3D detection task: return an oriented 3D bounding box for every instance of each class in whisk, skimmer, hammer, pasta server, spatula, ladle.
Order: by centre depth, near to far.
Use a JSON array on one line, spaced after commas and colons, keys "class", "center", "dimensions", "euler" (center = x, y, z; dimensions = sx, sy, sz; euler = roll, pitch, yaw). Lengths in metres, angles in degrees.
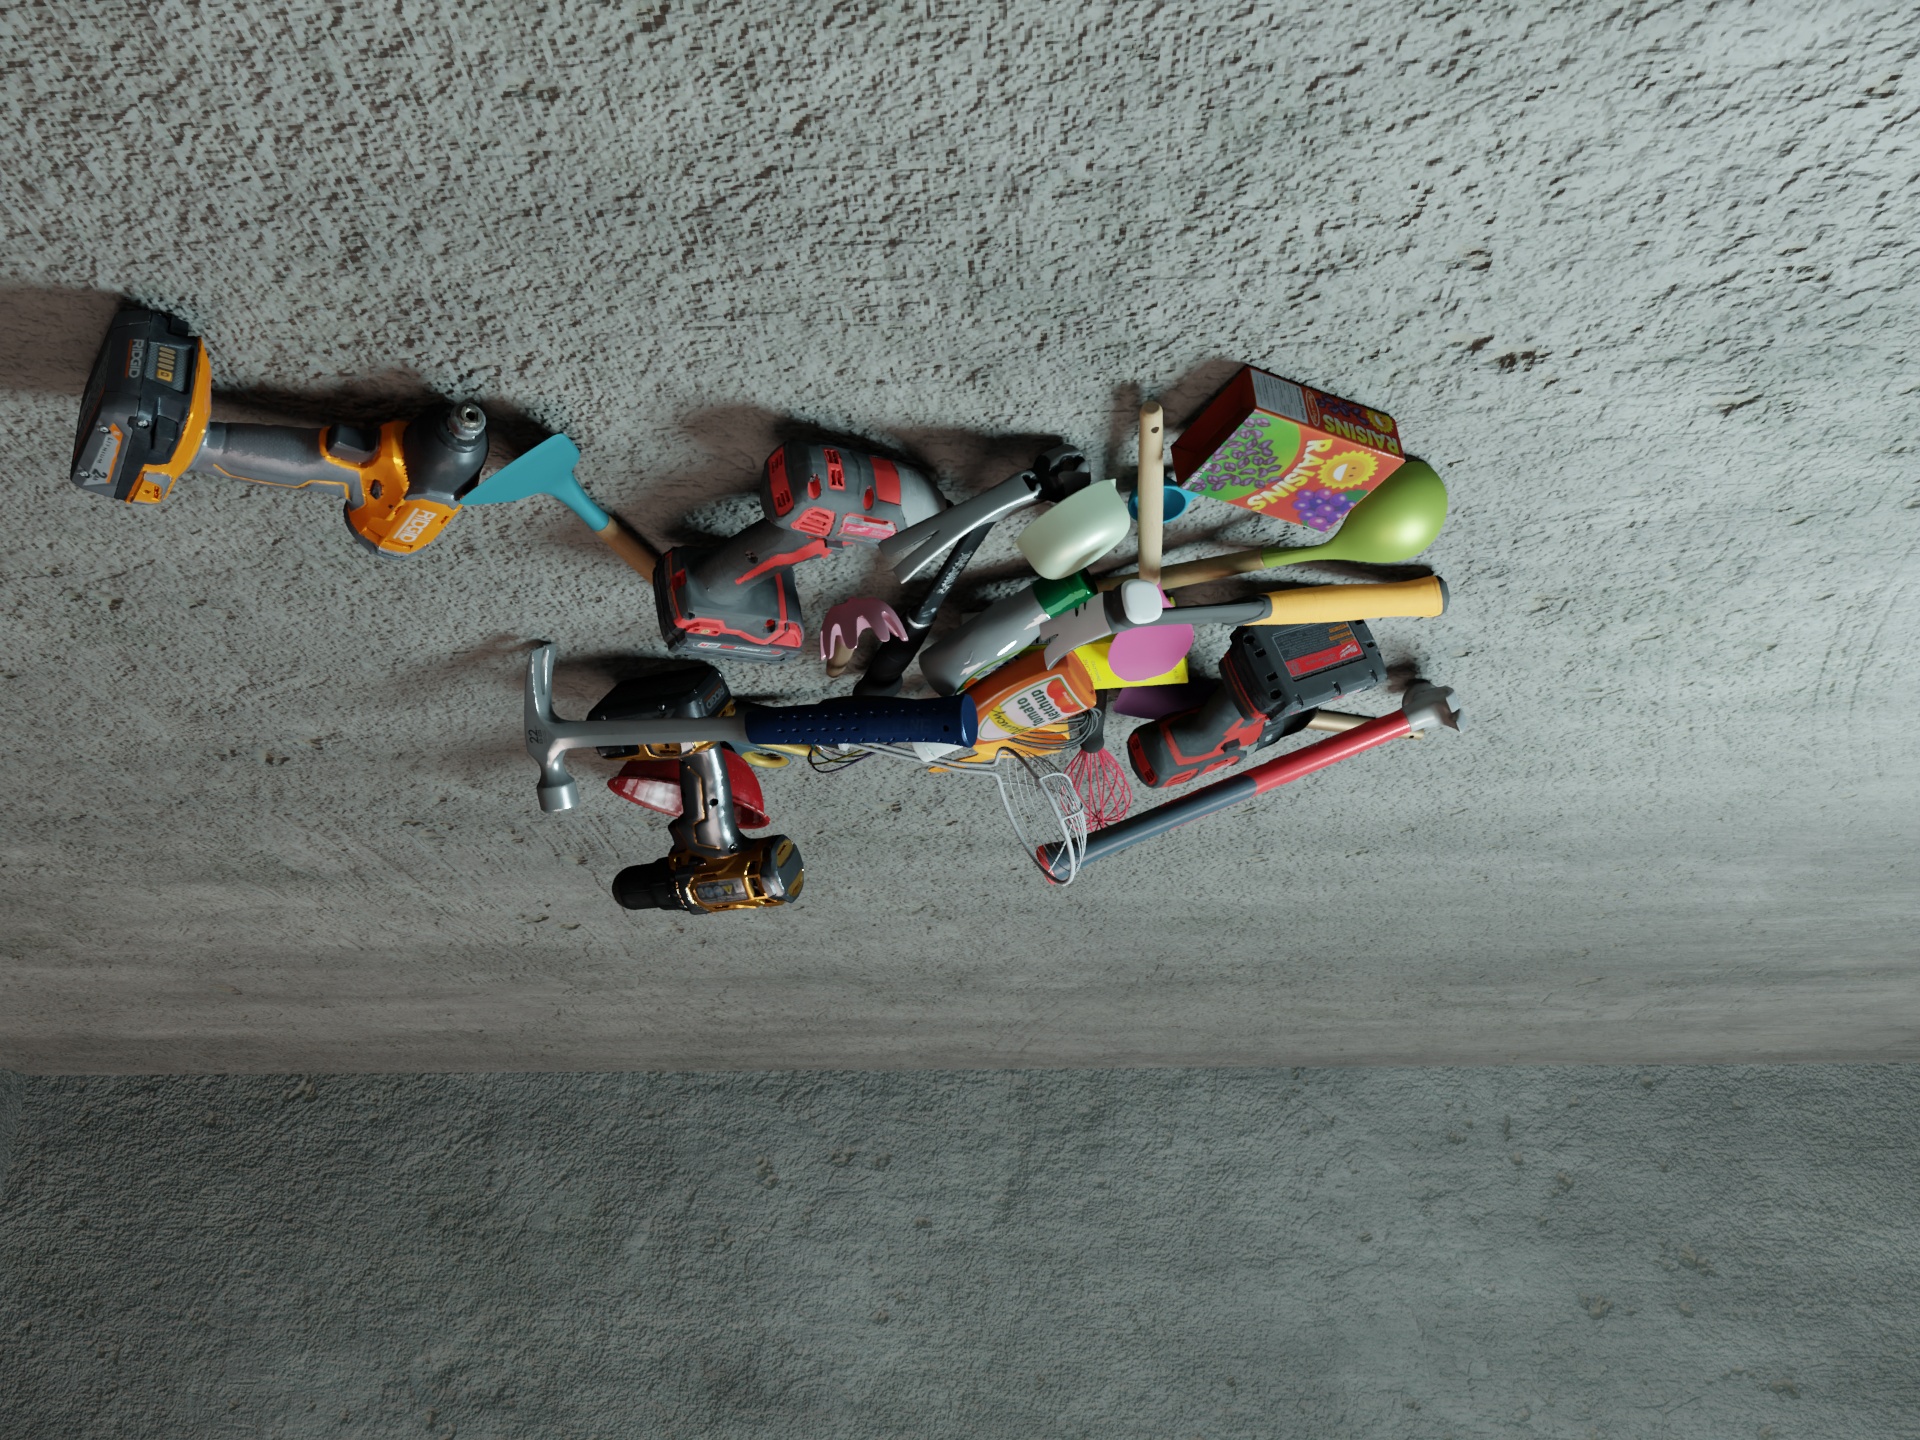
[{"class": "spatula", "center": [-0.247, -0.124, 1.159], "dimensions": [0.082, 0.044, 0.317], "euler": [-33, 153, 6]}, {"class": "hammer", "center": [0.223, -0.079, 1.165], "dimensions": [0.336, 0.034, 0.127], "euler": [-6, 171, -29]}, {"class": "ladle", "center": [0.200, -0.127, 1.170], "dimensions": [0.320, 0.062, 0.078], "euler": [-9, 164, 37]}, {"class": "pasta server", "center": [-0.085, -0.052, 1.194], "dimensions": [0.060, 0.040, 0.316], "euler": [-14, 176, -9]}, {"class": "hammer", "center": [-0.029, -0.083, 1.212], "dimensions": [0.149, 0.036, 0.409], "euler": [-28, 172, -22]}, {"class": "hammer", "center": [-0.182, 0.001, 1.291], "dimensions": [0.405, 0.144, 0.035], "euler": [-2, -165, 21]}, {"class": "whisk", "center": [-0.002, -0.005, 1.327], "dimensions": [0.239, 0.055, 0.055], "euler": [2, 157, 3]}, {"class": "skimmer", "center": [-0.058, 0.050, 1.384], "dimensions": [0.363, 0.090, 0.127], "euler": [13, 140, 18]}, {"class": "hammer", "center": [0.247, 0.059, 1.384], "dimensions": [0.386, 0.038, 0.143], "euler": [-23, -178, 9]}, {"class": "whisk", "center": [-0.053, 0.005, 1.442], "dimensions": [0.245, 0.051, 0.047], "euler": [-13, -174, 40]}, {"class": "spatula", "center": [0.291, -0.007, 1.463], "dimensions": [0.315, 0.018, 0.059], "euler": [7, 135, -19]}, {"class": "whisk", "center": [0.126, 0.030, 1.512], "dimensions": [0.073, 0.073, 0.295], "euler": [-2, 150, 5]}]

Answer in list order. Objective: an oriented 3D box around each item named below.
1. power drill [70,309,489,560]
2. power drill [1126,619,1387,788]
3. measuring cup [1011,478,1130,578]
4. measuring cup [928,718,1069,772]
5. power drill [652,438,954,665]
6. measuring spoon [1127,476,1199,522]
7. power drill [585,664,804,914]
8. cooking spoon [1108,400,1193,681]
[{"class": "power drill", "center": [-0.415, -0.176, 0.995], "dimensions": [0.226, 0.084, 0.164], "euler": [12, 154, -35]}, {"class": "power drill", "center": [0.259, -0.020, 1.326], "dimensions": [0.188, 0.080, 0.226], "euler": [-17, 165, -25]}, {"class": "measuring cup", "center": [0.085, -0.122, 1.114], "dimensions": [0.083, 0.038, 0.167], "euler": [-33, 172, 4]}, {"class": "measuring cup", "center": [0.026, 0.007, 1.459], "dimensions": [0.095, 0.052, 0.173], "euler": [12, 159, -38]}, {"class": "power drill", "center": [-0.112, -0.119, 1.123], "dimensions": [0.143, 0.079, 0.219], "euler": [4, 155, -39]}, {"class": "measuring spoon", "center": [0.172, -0.172, 1.087], "dimensions": [0.128, 0.021, 0.042], "euler": [-23, 144, 26]}, {"class": "power drill", "center": [-0.258, 0.075, 1.427], "dimensions": [0.185, 0.084, 0.226], "euler": [-9, 114, 21]}, {"class": "cooking spoon", "center": [0.135, -0.116, 1.135], "dimensions": [0.069, 0.017, 0.318], "euler": [-14, 149, -2]}]
